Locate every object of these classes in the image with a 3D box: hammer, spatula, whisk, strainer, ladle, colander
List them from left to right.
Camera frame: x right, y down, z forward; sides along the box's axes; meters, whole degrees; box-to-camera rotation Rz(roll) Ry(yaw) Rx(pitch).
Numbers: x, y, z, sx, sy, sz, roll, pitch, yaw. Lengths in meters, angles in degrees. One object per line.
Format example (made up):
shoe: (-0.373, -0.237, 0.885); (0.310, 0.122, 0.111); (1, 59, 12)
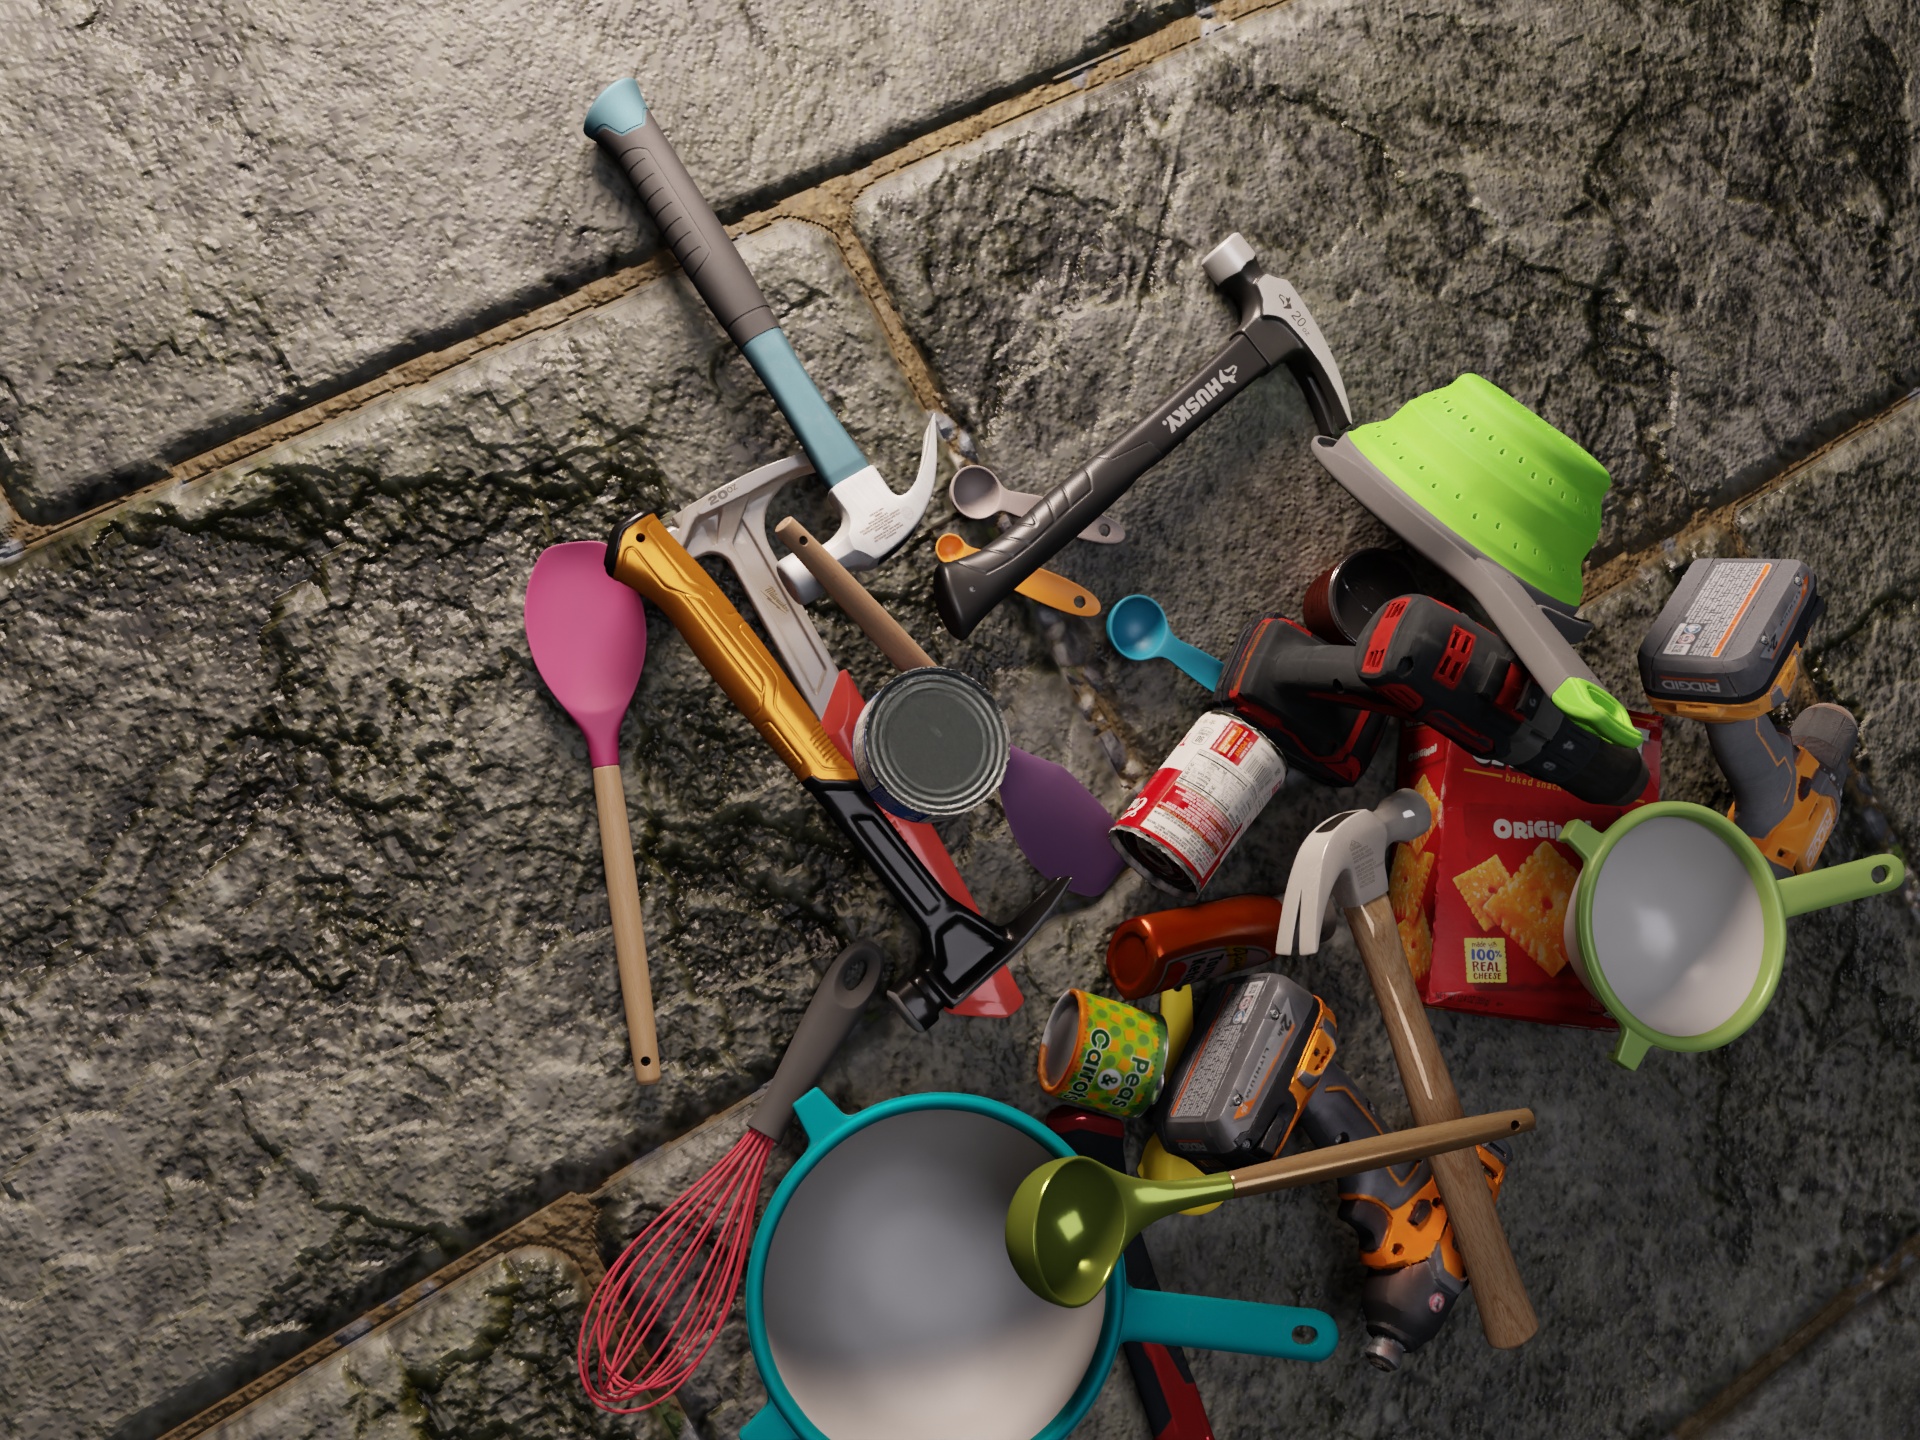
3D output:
whisk: (-0.124, 0.255, 0.913); (0.073, 0.073, 0.296); (34, 71, -10)
hammer: (-0.127, -0.237, 0.945); (0.128, 0.033, 0.331); (-31, 85, -14)
hammer: (-0.081, 0.013, 0.919); (0.127, 0.034, 0.337); (-40, 95, -14)
hammer: (-0.053, 0.016, 0.963); (0.149, 0.037, 0.359); (-30, 92, -15)
spatula: (-0.002, -0.003, 0.947); (0.060, 0.018, 0.315); (-49, 115, -15)
strainer: (0.043, 0.330, 0.921); (0.340, 0.095, 0.211); (10, 78, -10)
hammer: (0.111, -0.163, 1.012); (0.335, 0.035, 0.146); (-42, 96, -19)
hammer: (0.116, 0.425, 0.970); (0.143, 0.038, 0.386); (-20, 90, -14)
ladle: (0.178, 0.254, 0.876); (0.320, 0.062, 0.078); (-9, 91, -12)
hammer: (0.277, 0.215, 0.949); (0.130, 0.031, 0.331); (-20, 91, -33)
colander: (0.323, -0.108, 0.897); (0.204, 0.397, 0.094); (30, 113, -14)
strainer: (0.478, 0.119, 1.006); (0.256, 0.069, 0.151); (-10, 85, -19)

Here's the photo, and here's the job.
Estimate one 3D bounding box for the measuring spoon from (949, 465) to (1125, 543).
measuring spoon: (0.048, -0.132, 1.017); (0.124, 0.018, 0.034); (13, 80, -20)

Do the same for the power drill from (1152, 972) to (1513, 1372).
power drill: (0.230, 0.277, 0.972); (0.226, 0.084, 0.164); (39, 62, -15)

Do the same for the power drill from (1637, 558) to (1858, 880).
power drill: (0.541, -0.003, 1.065); (0.185, 0.084, 0.226); (-47, 123, -28)

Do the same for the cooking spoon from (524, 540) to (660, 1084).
cooking spoon: (-0.204, 0.053, 0.928); (0.068, 0.017, 0.319); (-8, 86, -15)

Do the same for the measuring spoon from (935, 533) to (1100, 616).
measuring spoon: (0.036, -0.091, 1.011); (0.117, 0.011, 0.021); (20, 80, -16)

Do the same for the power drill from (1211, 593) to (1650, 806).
power drill: (0.275, -0.004, 0.950); (0.187, 0.227, 0.080); (28, 80, -18)

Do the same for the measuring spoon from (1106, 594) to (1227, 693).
measuring spoon: (0.145, -0.038, 1.034); (0.128, 0.021, 0.042); (30, 79, -20)

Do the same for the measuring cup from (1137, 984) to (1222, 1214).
measuring cup: (0.142, 0.231, 0.997); (0.062, 0.029, 0.156); (-1, 86, -15)
